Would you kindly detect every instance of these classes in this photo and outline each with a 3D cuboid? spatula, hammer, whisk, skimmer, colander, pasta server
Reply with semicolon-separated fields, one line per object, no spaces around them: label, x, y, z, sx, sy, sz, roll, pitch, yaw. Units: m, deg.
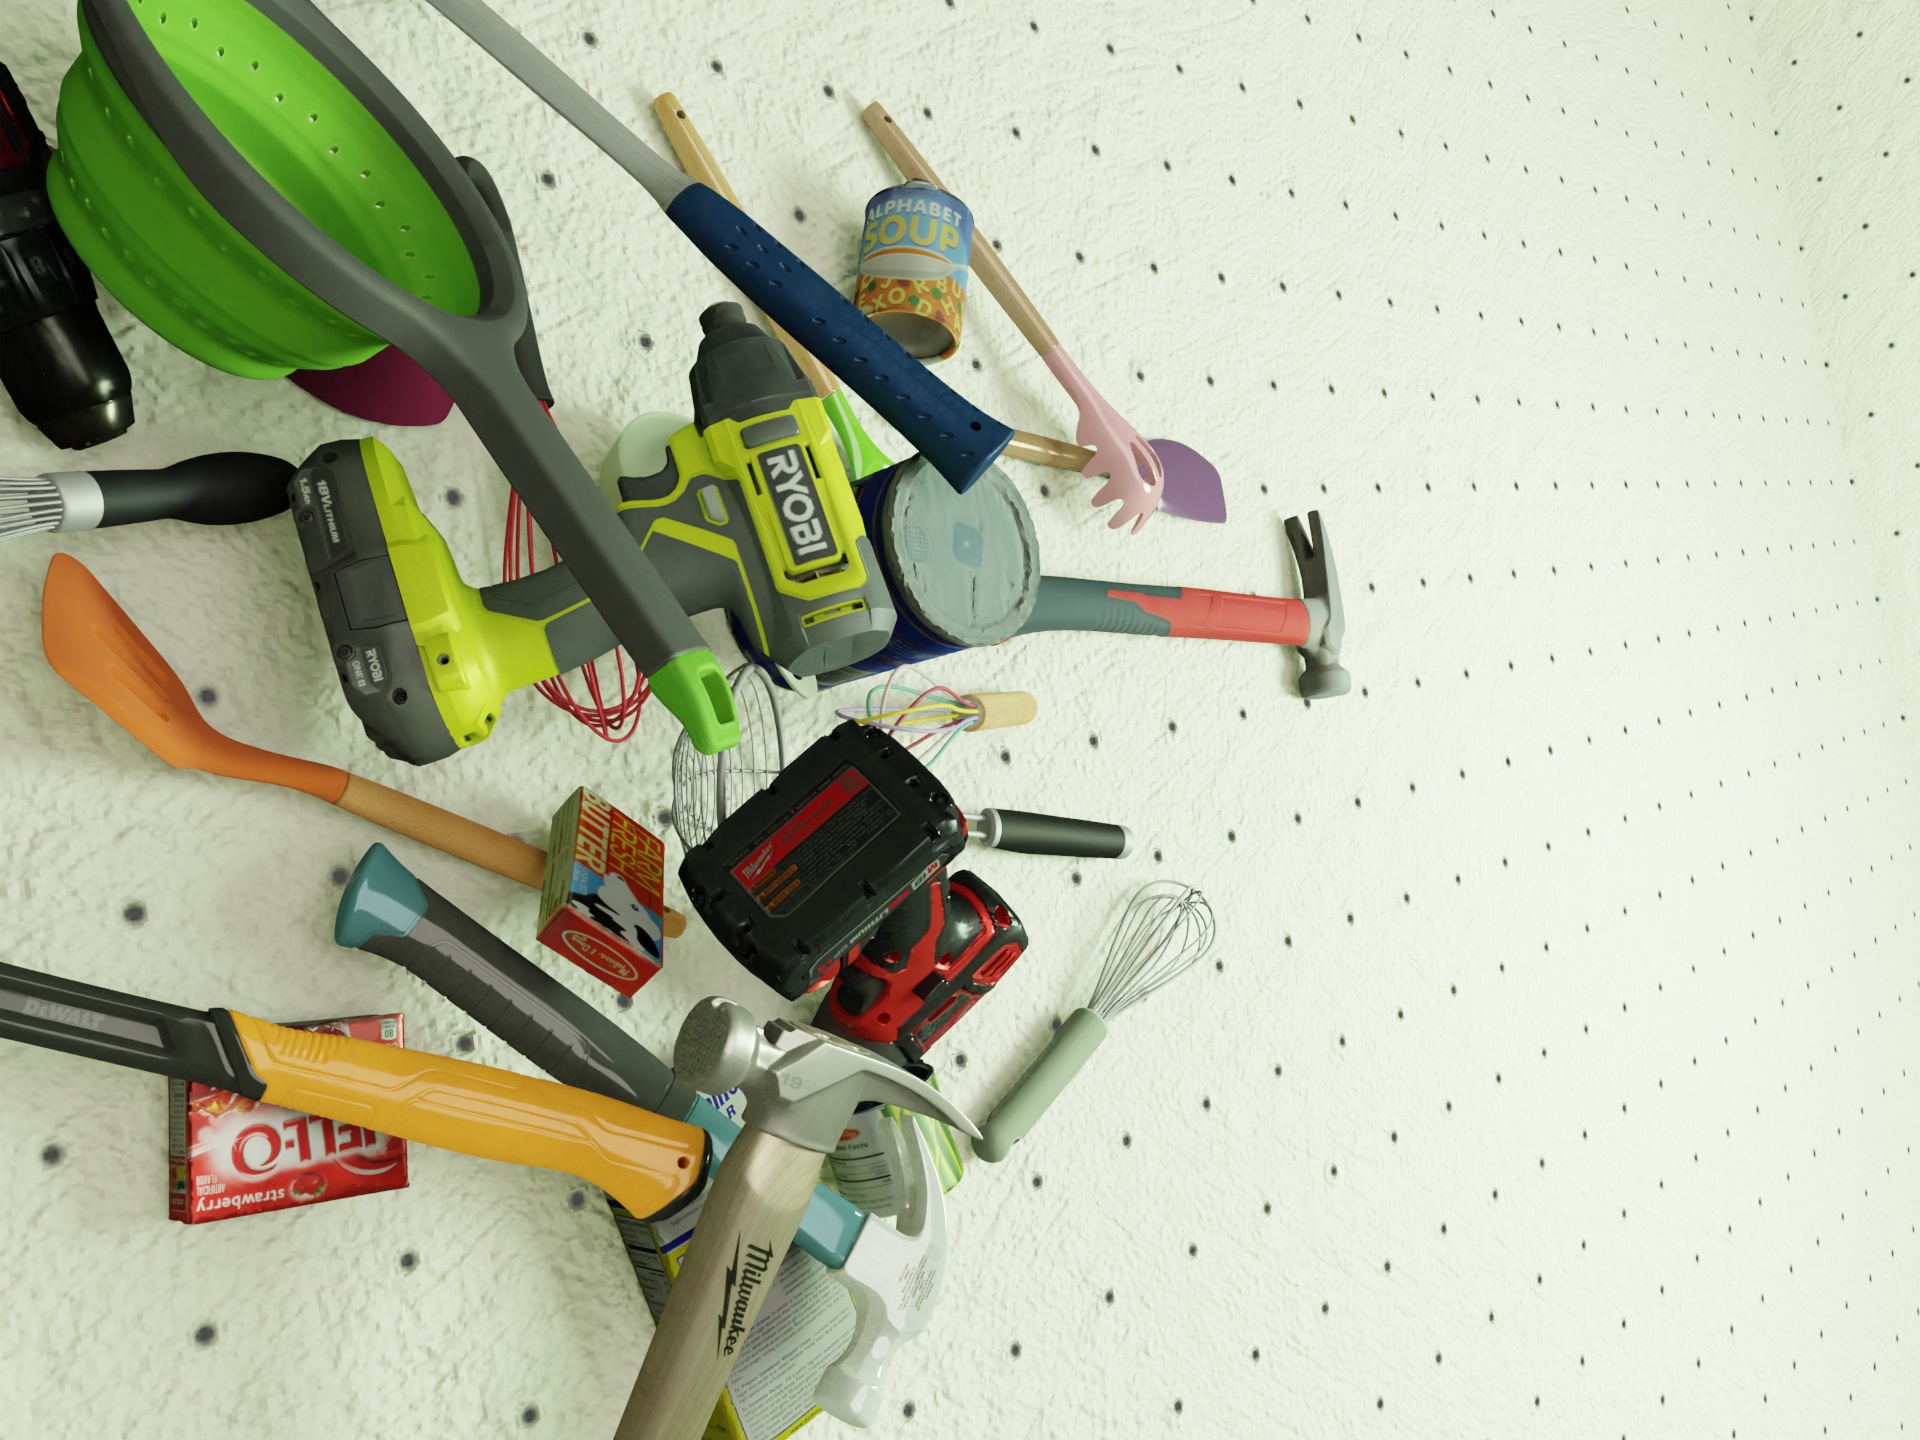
spatula;0.080;-0.176;1.059;0.315;0.018;0.060;3;74;-44
hammer;-0.143;-0.251;0.752;0.405;0.035;0.144;41;55;-1
whisk;-0.350;-0.077;0.568;0.284;0.070;0.070;-26;99;-61
whisk;0.001;-0.003;0.868;0.051;0.047;0.245;50;17;12
whisk;0.083;0.179;0.969;0.059;0.057;0.246;39;52;12
skimmer;-0.008;0.052;0.873;0.363;0.090;0.127;10;75;-42
hammer;0.140;-0.089;1.083;0.386;0.038;0.143;1;79;-43
colander;-0.226;-0.133;0.606;0.397;0.094;0.204;55;14;3
hammer;-0.137;0.171;0.707;0.330;0.033;0.128;41;56;-15
pasta server;0.036;-0.255;1.016;0.316;0.040;0.060;51;45;-12
hammer;-0.251;0.126;0.612;0.336;0.034;0.127;22;67;-24
spatula;-0.241;0.032;0.688;0.322;0.041;0.081;31;17;-39
whisk;-0.200;-0.131;0.757;0.073;0.073;0.296;-11;83;-44
hammer;-0.128;0.322;0.645;0.146;0.038;0.411;29;82;-35

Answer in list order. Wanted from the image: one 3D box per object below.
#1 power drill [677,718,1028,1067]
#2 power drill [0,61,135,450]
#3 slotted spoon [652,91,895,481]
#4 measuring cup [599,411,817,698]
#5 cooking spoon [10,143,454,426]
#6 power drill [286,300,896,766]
power drill;-0.046;0.106;0.768;0.143;0.079;0.219;-41;151;-11
power drill;-0.412;-0.154;0.542;0.227;0.080;0.187;-42;122;-43
slotted spoon;-0.087;-0.209;0.903;0.070;0.031;0.313;-42;108;-41
measuring cup;-0.124;-0.076;0.801;0.083;0.038;0.167;-23;80;-47
cooking spoon;-0.351;-0.213;0.657;0.318;0.017;0.069;27;66;-37
power drill;-0.158;-0.082;0.686;0.223;0.080;0.171;-18;78;-11
